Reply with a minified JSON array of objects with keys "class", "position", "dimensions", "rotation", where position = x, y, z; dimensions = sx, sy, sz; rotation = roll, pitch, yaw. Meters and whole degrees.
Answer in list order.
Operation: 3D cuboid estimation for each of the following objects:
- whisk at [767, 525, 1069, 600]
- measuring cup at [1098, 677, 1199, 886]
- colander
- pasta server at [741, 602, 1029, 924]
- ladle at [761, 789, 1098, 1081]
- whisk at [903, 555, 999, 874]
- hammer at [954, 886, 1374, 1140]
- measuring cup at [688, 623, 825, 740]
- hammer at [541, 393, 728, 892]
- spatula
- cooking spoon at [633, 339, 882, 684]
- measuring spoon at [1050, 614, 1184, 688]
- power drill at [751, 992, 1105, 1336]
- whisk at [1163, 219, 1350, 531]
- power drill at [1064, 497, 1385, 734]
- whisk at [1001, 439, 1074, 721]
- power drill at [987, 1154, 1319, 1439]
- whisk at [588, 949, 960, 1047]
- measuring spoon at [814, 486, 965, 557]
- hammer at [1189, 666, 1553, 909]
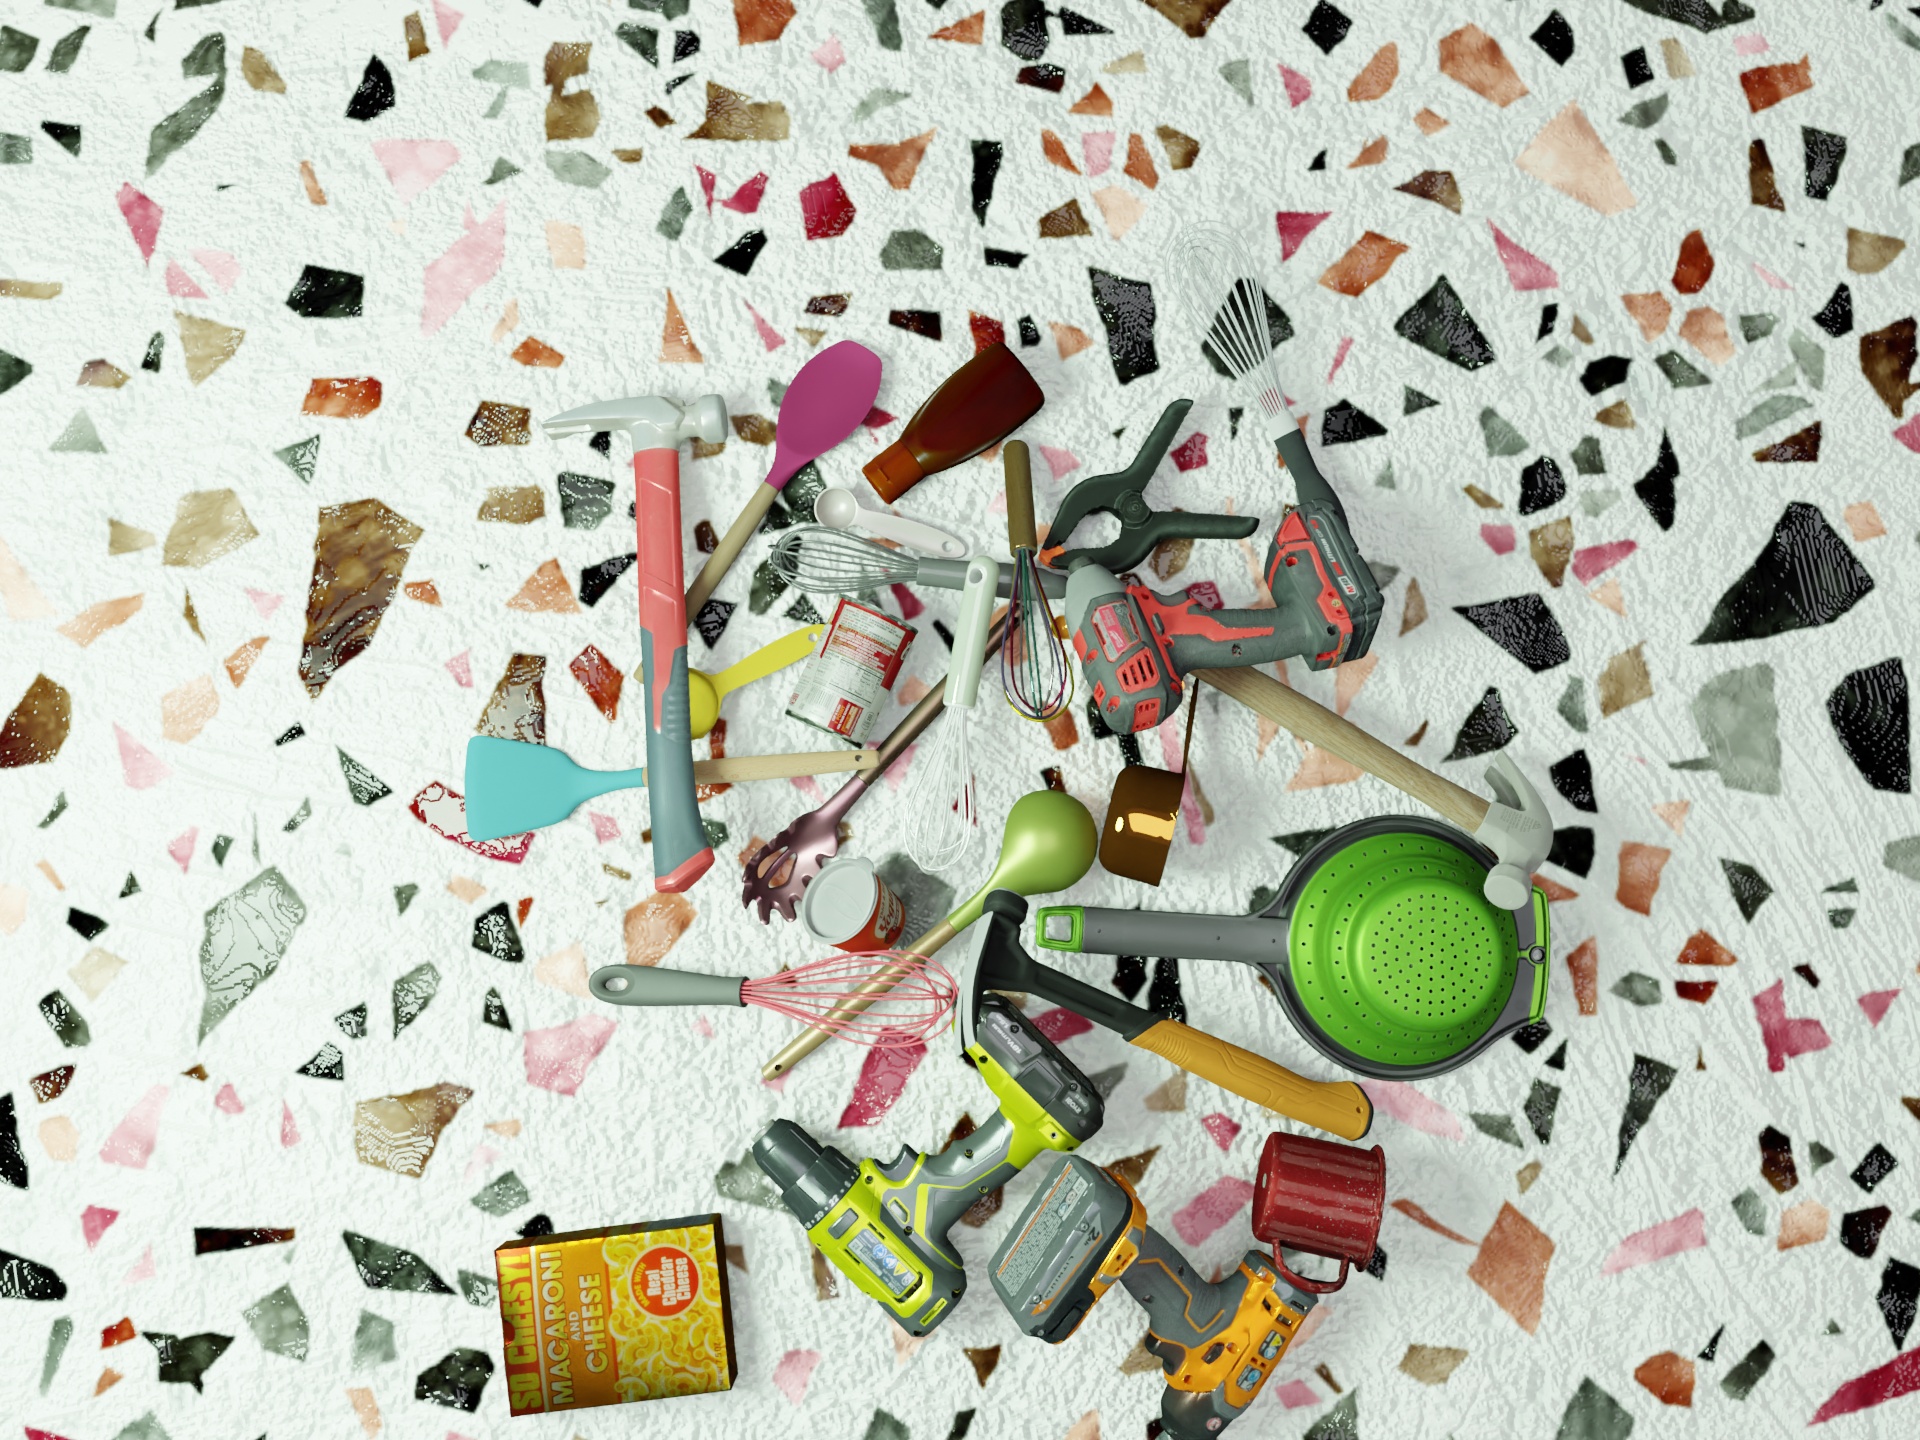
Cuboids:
[{"class":"whisk","position":[-0.031,-0.117,1.234],"dimensions":[0.239,0.055,0.055],"rotation":[6,86,-3]},{"class":"measuring cup","position":[0.145,0.039,1.213],"dimensions":[0.052,0.095,0.174],"rotation":[12,67,6]},{"class":"colander","position":[0.256,0.167,1.186],"dimensions":[0.397,0.094,0.204],"rotation":[3,86,0]},{"class":"pasta server","position":[-0.055,0.028,1.226],"dimensions":[0.316,0.040,0.060],"rotation":[-47,114,-5]},{"class":"ladle","position":[-0.027,0.169,1.219],"dimensions":[0.320,0.062,0.078],"rotation":[-39,100,4]},{"class":"whisk","position":[-0.002,-0.004,1.209],"dimensions":[0.058,0.059,0.246],"rotation":[11,91,33]},{"class":"hammer","position":[0.155,0.242,1.168],"dimensions":[0.336,0.034,0.127],"rotation":[25,54,-11]},{"class":"measuring cup","position":[-0.172,-0.034,1.242],"dimensions":[0.156,0.029,0.062],"rotation":[-28,86,-14]},{"class":"hammer","position":[-0.240,-0.062,1.203],"dimensions":[0.143,0.038,0.386],"rotation":[-5,76,1]},{"class":"spatula","position":[-0.219,0.041,1.209],"dimensions":[0.317,0.044,0.082],"rotation":[-5,79,9]},{"class":"cooking spoon","position":[-0.163,-0.163,1.250],"dimensions":[0.069,0.017,0.319],"rotation":[33,86,13]},{"class":"measuring spoon","position":[0.123,-0.051,1.247],"dimensions":[0.117,0.011,0.021],"rotation":[27,87,-2]},{"class":"power drill","position":[-0.024,0.314,1.185],"dimensions":[0.190,0.080,0.228],"rotation":[44,90,2]},{"class":"whisk","position":[0.237,-0.259,1.240],"dimensions":[0.070,0.070,0.284],"rotation":[-26,91,-2]},{"class":"power drill","position":[0.188,-0.083,1.188],"dimensions":[0.219,0.078,0.143],"rotation":[-16,62,-8]},{"class":"whisk","position":[0.053,-0.108,1.203],"dimensions":[0.047,0.051,0.245],"rotation":[-14,62,20]},{"class":"power drill","position":[0.134,0.431,1.148],"dimensions":[0.226,0.084,0.164],"rotation":[35,87,-20]},{"class":"whisk","position":[-0.142,0.202,1.183],"dimensions":[0.296,0.073,0.073],"rotation":[0,85,16]},{"class":"measuring spoon","position":[-0.055,-0.153,1.254],"dimensions":[0.124,0.018,0.034],"rotation":[19,98,-5]},{"class":"hammer","position":[0.294,0.014,1.207],"dimensions":[0.331,0.031,0.130],"rotation":[31,44,11]}]
